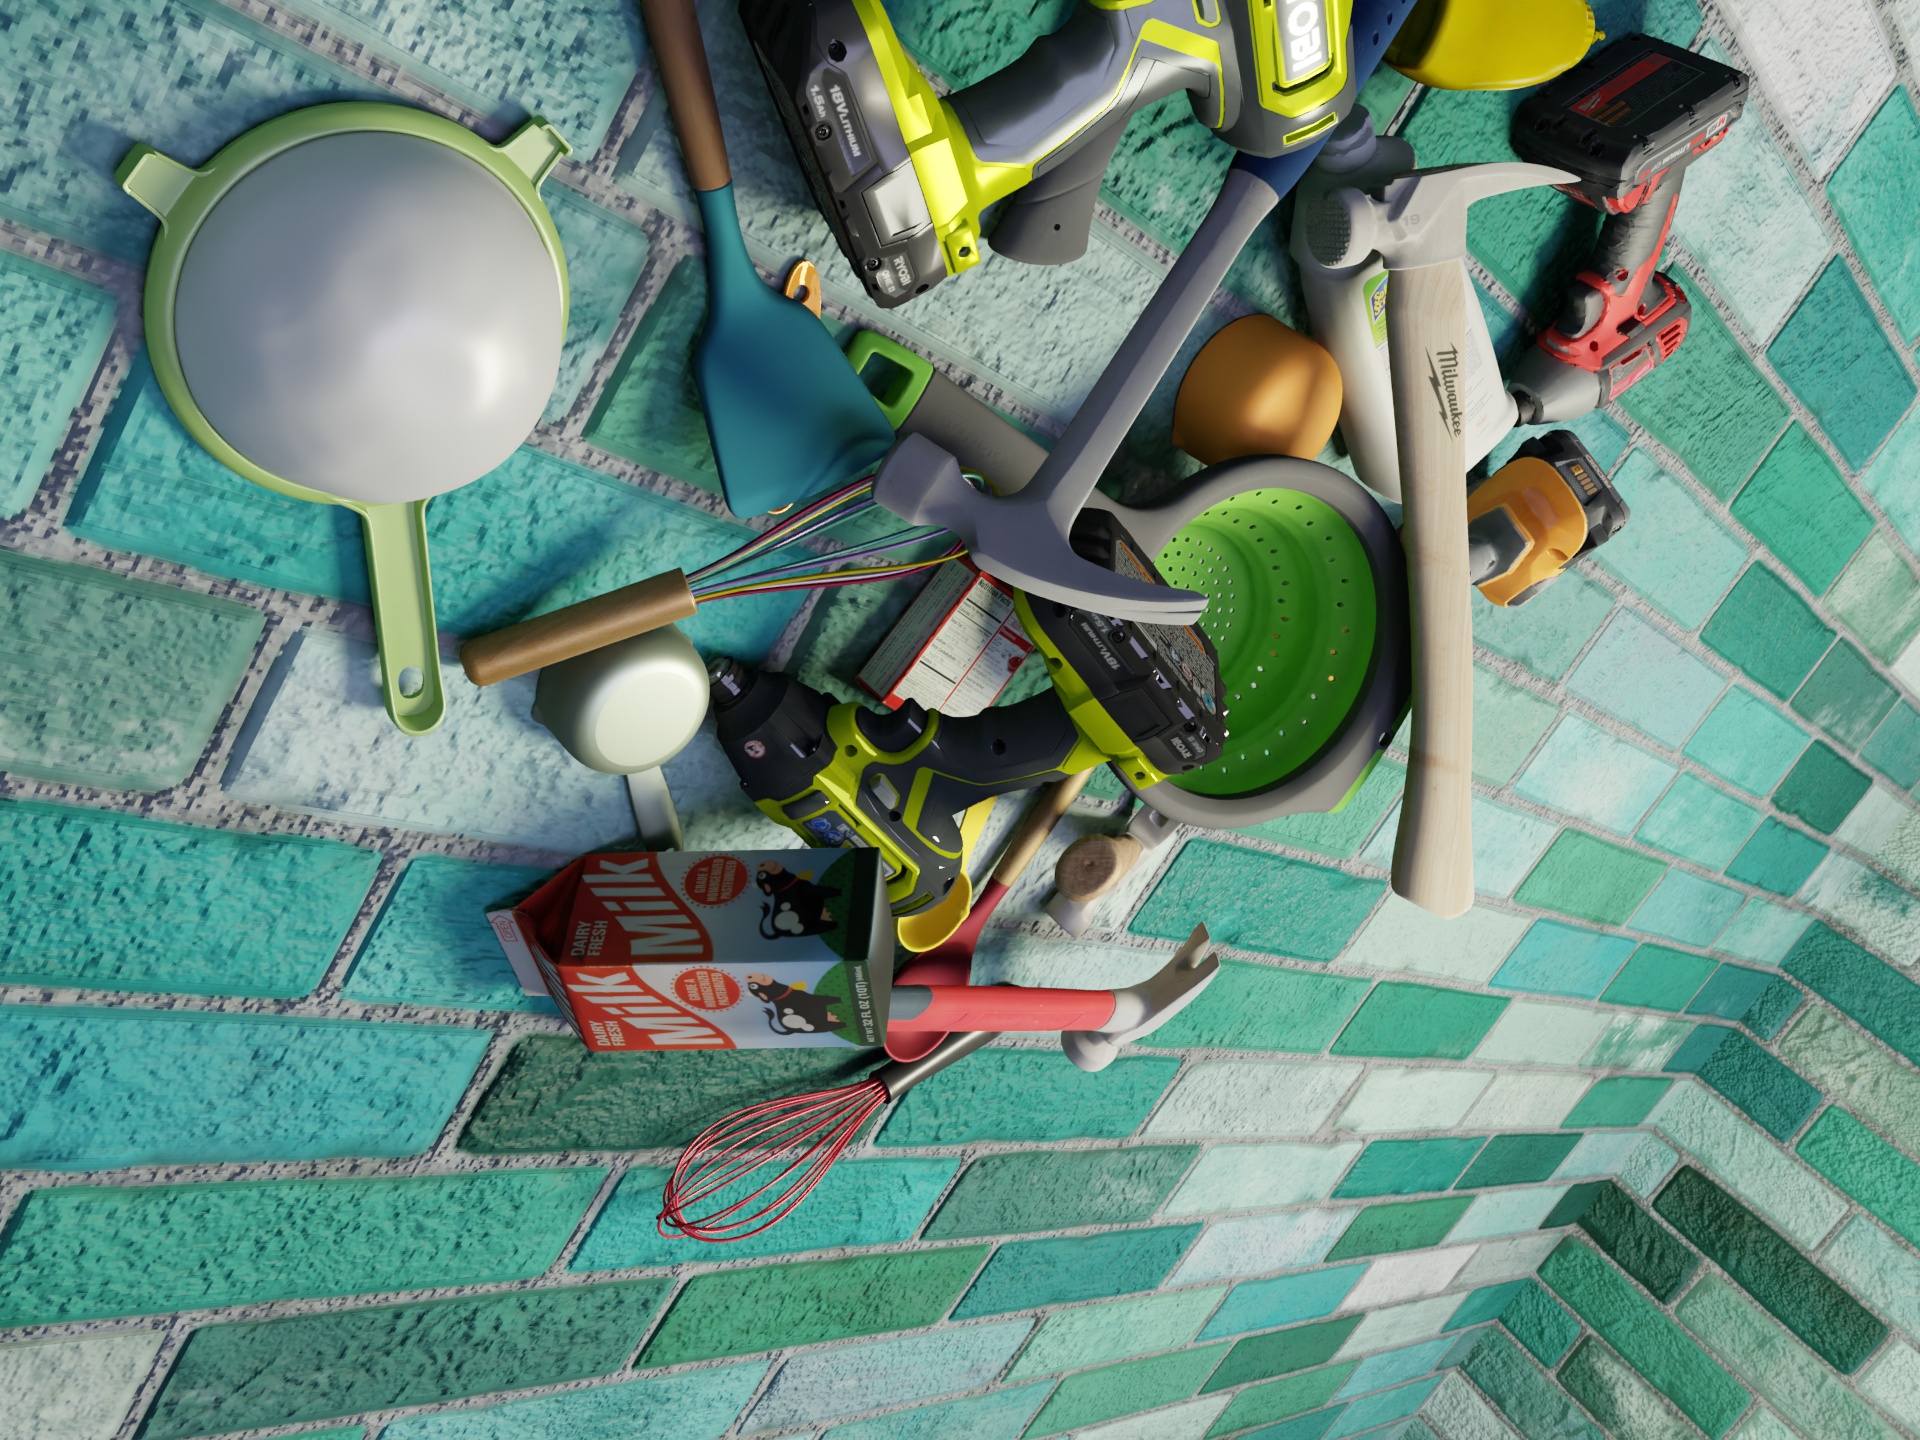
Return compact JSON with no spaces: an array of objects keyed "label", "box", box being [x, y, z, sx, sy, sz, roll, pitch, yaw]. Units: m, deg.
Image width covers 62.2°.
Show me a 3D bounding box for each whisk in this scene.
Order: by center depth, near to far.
[{"label":"whisk","box":[-0.096,-0.062,0.692,0.245,0.047,0.051,-20,179,-8]},{"label":"whisk","box":[-0.066,0.244,1.017,0.296,0.073,0.073,-27,138,-33]}]

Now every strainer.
[{"label":"strainer","box":[-0.203,-0.089,0.588,0.151,0.069,0.256,-18,132,-32]}]

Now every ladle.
[{"label":"ladle","box":[0.039,0.079,0.992,0.069,0.031,0.315,23,104,-45]}]

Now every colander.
[{"label":"colander","box":[0.081,-0.086,0.840,0.396,0.095,0.204,31,92,-31]}]

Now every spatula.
[{"label":"spatula","box":[-0.093,-0.223,0.595,0.082,0.044,0.317,-27,137,-16]}]

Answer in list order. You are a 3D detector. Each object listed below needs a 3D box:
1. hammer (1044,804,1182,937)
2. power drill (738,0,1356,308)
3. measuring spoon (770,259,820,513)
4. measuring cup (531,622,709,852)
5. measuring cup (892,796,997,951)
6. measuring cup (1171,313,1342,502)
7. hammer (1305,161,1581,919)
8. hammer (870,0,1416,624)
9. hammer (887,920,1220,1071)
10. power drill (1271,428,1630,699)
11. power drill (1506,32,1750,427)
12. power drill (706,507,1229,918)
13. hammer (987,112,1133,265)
[{"label":"hammer","box":[0.087,0.078,0.910,0.130,0.031,0.331,-47,171,3]},{"label":"power drill","box":[0.040,-0.273,0.597,0.228,0.080,0.190,-27,143,-1]},{"label":"measuring spoon","box":[-0.077,-0.147,0.705,0.021,0.011,0.116,-13,127,-36]},{"label":"measuring cup","box":[-0.148,0.023,0.759,0.083,0.038,0.167,-28,136,-22]},{"label":"measuring cup","box":[-0.004,0.062,0.946,0.062,0.029,0.156,16,99,-48]},{"label":"measuring cup","box":[0.181,-0.148,0.902,0.095,0.052,0.173,-40,139,-8]},{"label":"hammer","box":[0.264,-0.083,0.854,0.146,0.038,0.410,-17,113,-20]},{"label":"hammer","box":[0.128,-0.223,0.698,0.405,0.144,0.035,-58,176,-13]},{"label":"hammer","box":[-0.027,0.160,0.926,0.386,0.038,0.143,7,140,-34]},{"label":"power drill","box":[0.310,-0.103,0.992,0.226,0.084,0.185,-27,168,-22]},{"label":"power drill","box":[0.389,-0.281,0.964,0.143,0.079,0.219,-35,143,-14]},{"label":"power drill","box":[-0.001,-0.002,0.764,0.223,0.080,0.171,-26,123,26]},{"label":"hammer","box":[0.117,-0.376,0.650,0.149,0.036,0.408,14,116,-33]}]
